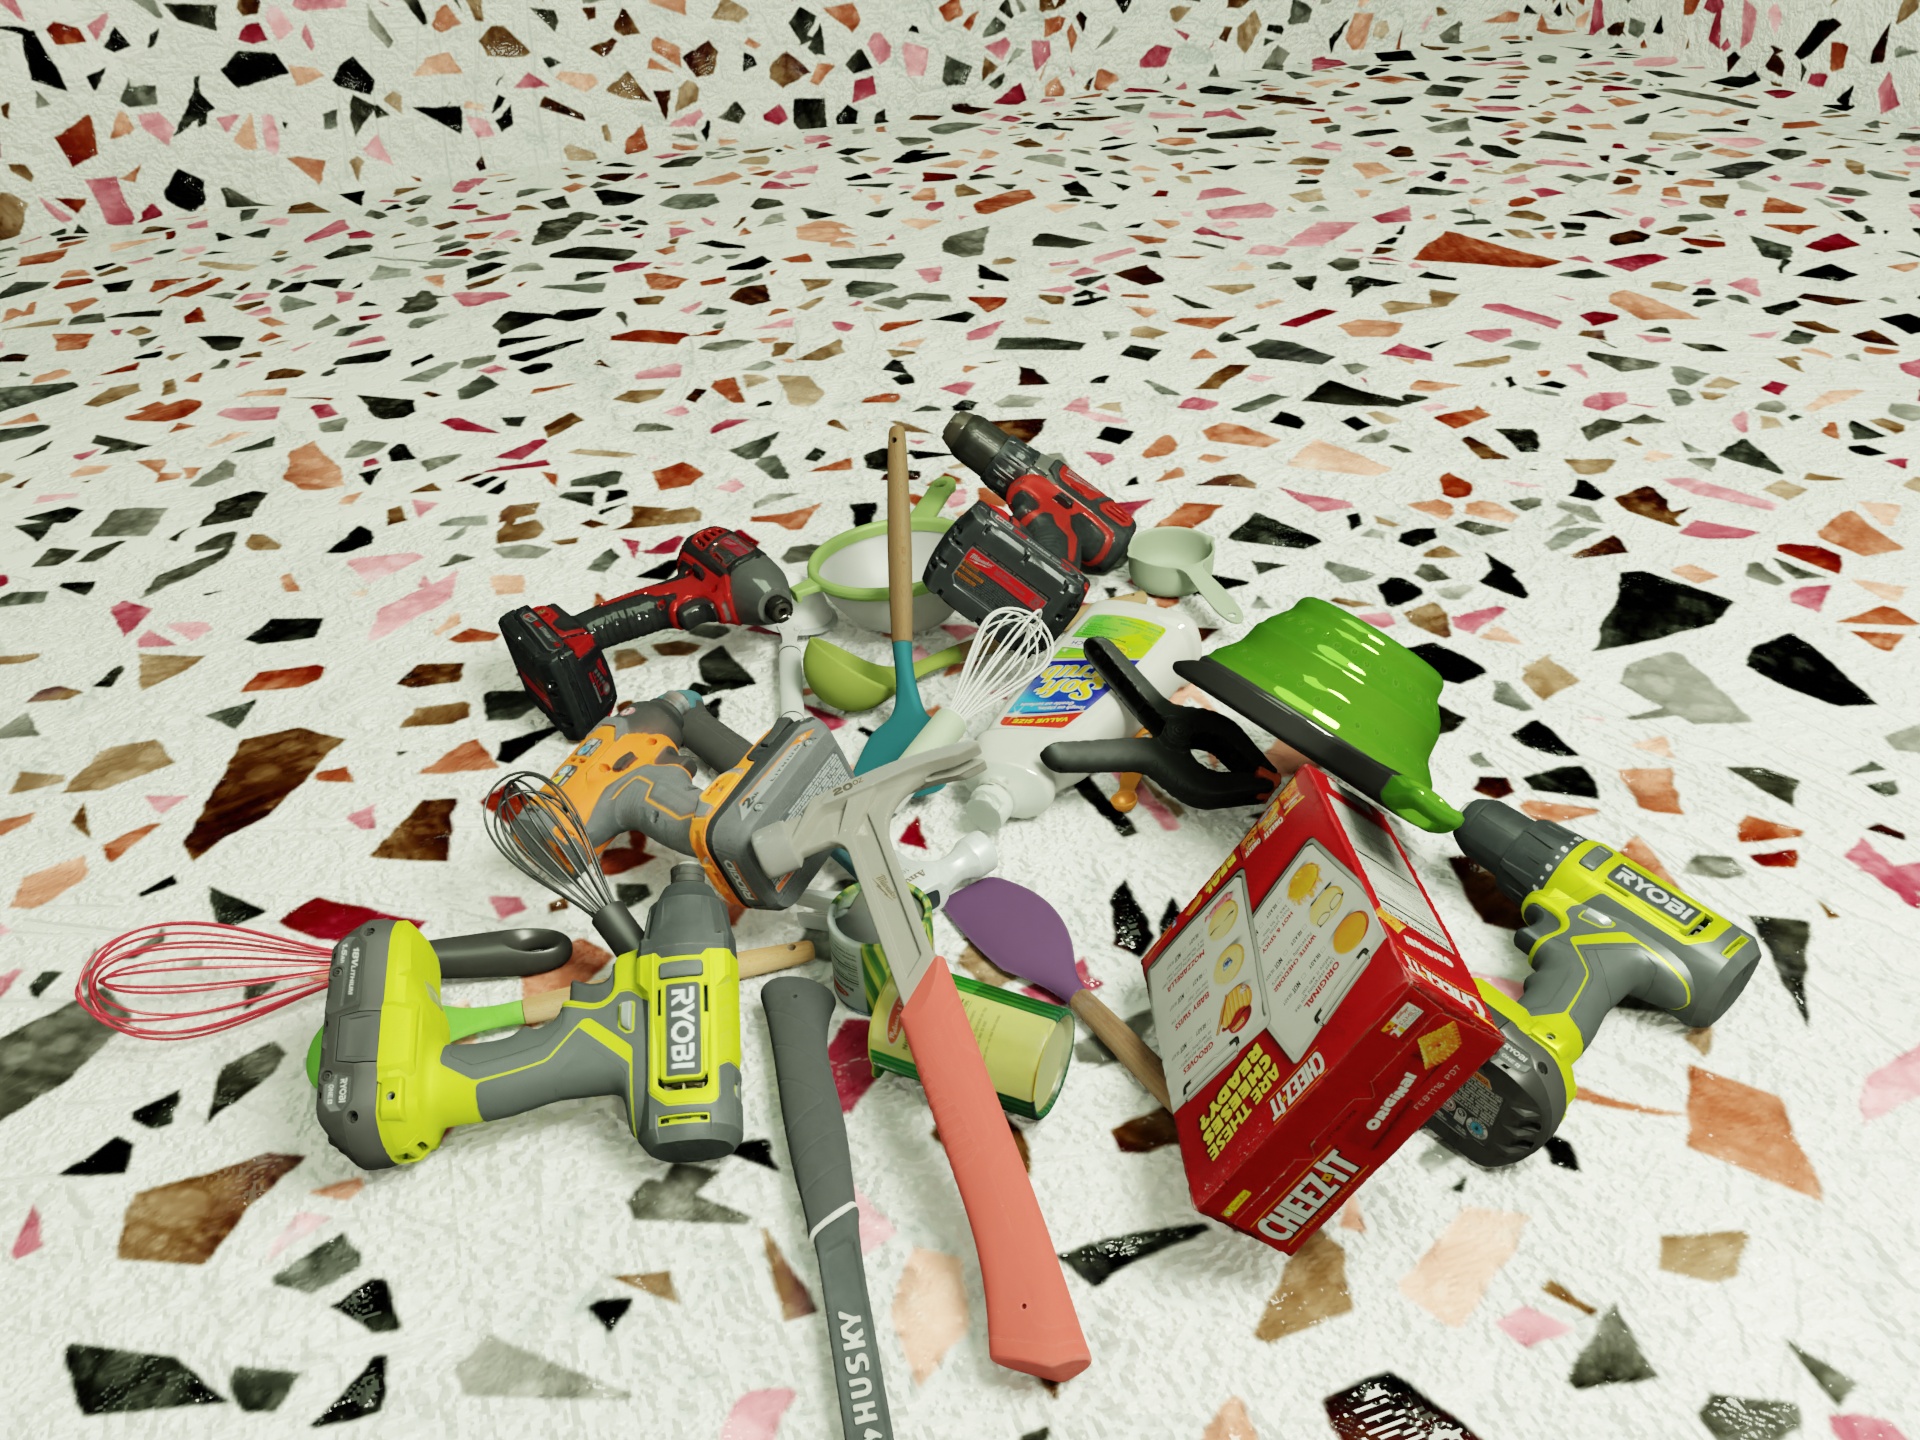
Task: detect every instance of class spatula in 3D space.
[{"bbox_3d":[0.088,0.181,0.954,0.060,0.018,0.316,-24,38,-21],"label":"spatula"},{"bbox_3d":[-0.048,-0.086,1.214,0.082,0.044,0.318,-9,71,20],"label":"spatula"}]

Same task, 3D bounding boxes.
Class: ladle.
[{"bbox_3d":[0.020,-0.072,1.302,0.320,0.062,0.078,-18,34,-25],"label":"ladle"}]

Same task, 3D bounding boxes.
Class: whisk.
[{"bbox_3d":[-0.221,0.122,0.986,0.055,0.055,0.239,-29,65,-32],"label":"whisk"},{"bbox_3d":[-0.396,0.156,1.002,0.295,0.073,0.073,-3,33,-12],"label":"whisk"},{"bbox_3d":[-0.002,-0.004,1.134,0.059,0.057,0.246,39,52,0],"label":"whisk"}]

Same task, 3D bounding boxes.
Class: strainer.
[{"bbox_3d":[-0.040,-0.140,1.398,0.151,0.069,0.256,0,29,15],"label":"strainer"},{"bbox_3d":[-0.140,-0.062,1.316,0.087,0.050,0.259,6,36,-12],"label":"strainer"}]

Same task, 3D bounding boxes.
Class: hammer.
[{"bbox_3d":[-0.126,0.054,1.144,0.128,0.033,0.331,-29,40,-28],"label":"hammer"},{"bbox_3d":[-0.067,0.276,0.815,0.149,0.036,0.409,-10,34,-8],"label":"hammer"},{"bbox_3d":[0.000,0.173,0.860,0.149,0.036,0.359,-23,54,-1],"label":"hammer"}]

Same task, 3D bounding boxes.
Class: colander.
[{"bbox_3d":[0.252,-0.008,0.977,0.204,0.094,0.397,32,6,-4],"label":"colander"}]

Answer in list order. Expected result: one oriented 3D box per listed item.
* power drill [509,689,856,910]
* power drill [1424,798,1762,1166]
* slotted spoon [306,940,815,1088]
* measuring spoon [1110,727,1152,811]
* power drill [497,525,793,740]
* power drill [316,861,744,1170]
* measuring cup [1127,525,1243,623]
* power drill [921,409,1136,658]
[{"bbox_3d":[-0.180,0.043,1.080,0.226,0.084,0.164,5,45,35],"label":"power drill"},{"bbox_3d":[0.328,0.139,0.934,0.228,0.080,0.191,-27,48,-33],"label":"power drill"},{"bbox_3d":[-0.245,0.173,0.987,0.313,0.031,0.070,-10,43,-13],"label":"slotted spoon"},{"bbox_3d":[0.131,0.035,1.176,0.021,0.011,0.117,-2,30,19],"label":"measuring spoon"},{"bbox_3d":[-0.244,-0.078,1.284,0.219,0.078,0.143,-29,39,-22],"label":"power drill"},{"bbox_3d":[-0.238,0.169,0.909,0.223,0.080,0.171,-5,61,-2],"label":"power drill"},{"bbox_3d":[0.200,-0.113,1.363,0.083,0.038,0.168,-13,37,-14],"label":"measuring cup"},{"bbox_3d":[0.043,-0.165,1.306,0.188,0.080,0.227,36,32,-3],"label":"power drill"}]
